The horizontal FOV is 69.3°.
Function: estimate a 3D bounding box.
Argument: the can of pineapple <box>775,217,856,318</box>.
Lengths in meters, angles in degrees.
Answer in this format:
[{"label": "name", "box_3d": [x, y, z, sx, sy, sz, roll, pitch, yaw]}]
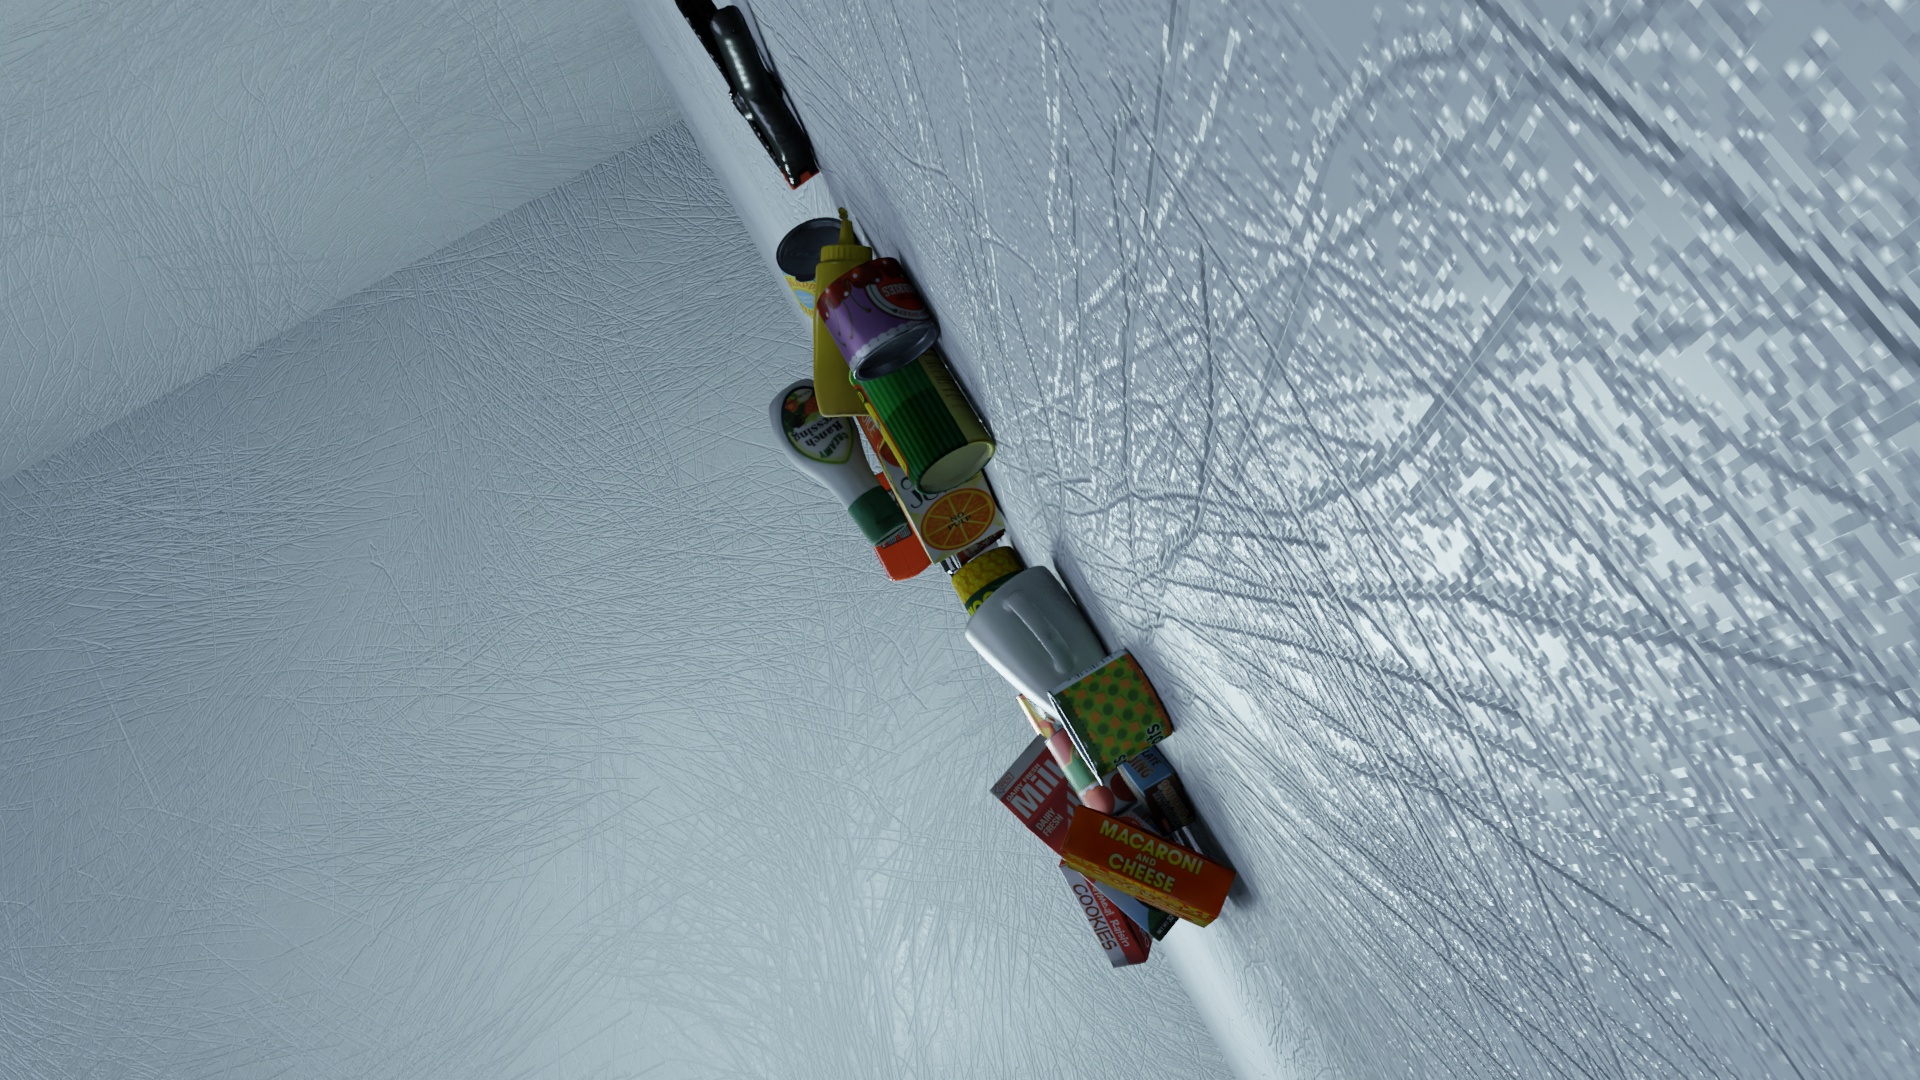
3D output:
[{"label": "can of pineapple", "box_3d": [-0.113, -0.222, 1.150, 0.071, 0.071, 0.057, 58, 177, 37]}]

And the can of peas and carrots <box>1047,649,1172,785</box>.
[{"label": "can of peas and carrots", "box_3d": [0.099, 0.115, 0.910, 0.071, 0.059, 0.071, 60, 177, 6]}]

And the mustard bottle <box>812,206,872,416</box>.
[{"label": "mustard bottle", "box_3d": [-0.086, -0.174, 1.062, 0.065, 0.049, 0.160, -34, -56, -80]}]

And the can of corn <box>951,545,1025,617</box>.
[{"label": "can of corn", "box_3d": [0.031, 0.046, 1.272, 0.058, 0.071, 0.071, 60, 177, 16]}]

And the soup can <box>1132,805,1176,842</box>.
[{"label": "soup can", "box_3d": [0.154, 0.262, 1.295, 0.083, 0.071, 0.071, 61, 177, -4]}]

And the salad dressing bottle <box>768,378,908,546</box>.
[{"label": "salad dressing bottle", "box_3d": [-0.099, -0.064, 1.144, 0.148, 0.064, 0.044, 53, 165, 8]}]

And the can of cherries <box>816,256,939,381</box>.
[{"label": "can of cherries", "box_3d": [-0.055, -0.151, 0.941, 0.058, 0.071, 0.071, 61, 177, 10]}]

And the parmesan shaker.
[{"label": "parmesan shaker", "box_3d": [-0.029, -0.092, 0.997, 0.103, 0.071, 0.071, 59, 176, 21]}]

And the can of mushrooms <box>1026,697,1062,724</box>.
[{"label": "can of mushrooms", "box_3d": [0.079, 0.106, 1.077, 0.071, 0.071, 0.033, 59, 177, 31]}]

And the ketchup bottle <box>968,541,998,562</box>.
[{"label": "ketchup bottle", "box_3d": [-0.012, -0.047, 1.346, 0.148, 0.043, 0.065, 62, -178, -21]}]

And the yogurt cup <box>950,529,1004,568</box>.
[{"label": "yogurt cup", "box_3d": [0.005, -0.016, 1.274, 0.072, 0.054, 0.072, 60, 177, 6]}]

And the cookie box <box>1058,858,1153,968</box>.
[{"label": "cookie box", "box_3d": [0.158, 0.322, 1.382, 0.122, 0.040, 0.168, 62, -155, -12]}]

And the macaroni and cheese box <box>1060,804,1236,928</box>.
[{"label": "macaroni and cheese box", "box_3d": [0.142, 0.252, 1.071, 0.124, 0.040, 0.166, 21, 165, 12]}]

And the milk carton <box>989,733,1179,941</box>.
[{"label": "milk carton", "box_3d": [0.120, 0.258, 1.222, 0.190, 0.072, 0.073, 41, 175, 6]}]

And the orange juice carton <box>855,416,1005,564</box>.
[{"label": "orange juice carton", "box_3d": [-0.032, -0.074, 1.159, 0.072, 0.073, 0.191, 59, 176, 42]}]

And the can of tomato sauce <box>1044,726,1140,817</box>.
[{"label": "can of tomato sauce", "box_3d": [0.120, 0.187, 1.161, 0.083, 0.071, 0.071, 59, 176, 17]}]

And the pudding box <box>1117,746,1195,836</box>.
[{"label": "pudding box", "box_3d": [0.143, 0.179, 1.054, 0.049, 0.030, 0.084, 63, 176, -26]}]

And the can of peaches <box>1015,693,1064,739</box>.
[{"label": "can of peaches", "box_3d": [0.094, 0.154, 1.281, 0.058, 0.071, 0.071, 59, 176, 14]}]
